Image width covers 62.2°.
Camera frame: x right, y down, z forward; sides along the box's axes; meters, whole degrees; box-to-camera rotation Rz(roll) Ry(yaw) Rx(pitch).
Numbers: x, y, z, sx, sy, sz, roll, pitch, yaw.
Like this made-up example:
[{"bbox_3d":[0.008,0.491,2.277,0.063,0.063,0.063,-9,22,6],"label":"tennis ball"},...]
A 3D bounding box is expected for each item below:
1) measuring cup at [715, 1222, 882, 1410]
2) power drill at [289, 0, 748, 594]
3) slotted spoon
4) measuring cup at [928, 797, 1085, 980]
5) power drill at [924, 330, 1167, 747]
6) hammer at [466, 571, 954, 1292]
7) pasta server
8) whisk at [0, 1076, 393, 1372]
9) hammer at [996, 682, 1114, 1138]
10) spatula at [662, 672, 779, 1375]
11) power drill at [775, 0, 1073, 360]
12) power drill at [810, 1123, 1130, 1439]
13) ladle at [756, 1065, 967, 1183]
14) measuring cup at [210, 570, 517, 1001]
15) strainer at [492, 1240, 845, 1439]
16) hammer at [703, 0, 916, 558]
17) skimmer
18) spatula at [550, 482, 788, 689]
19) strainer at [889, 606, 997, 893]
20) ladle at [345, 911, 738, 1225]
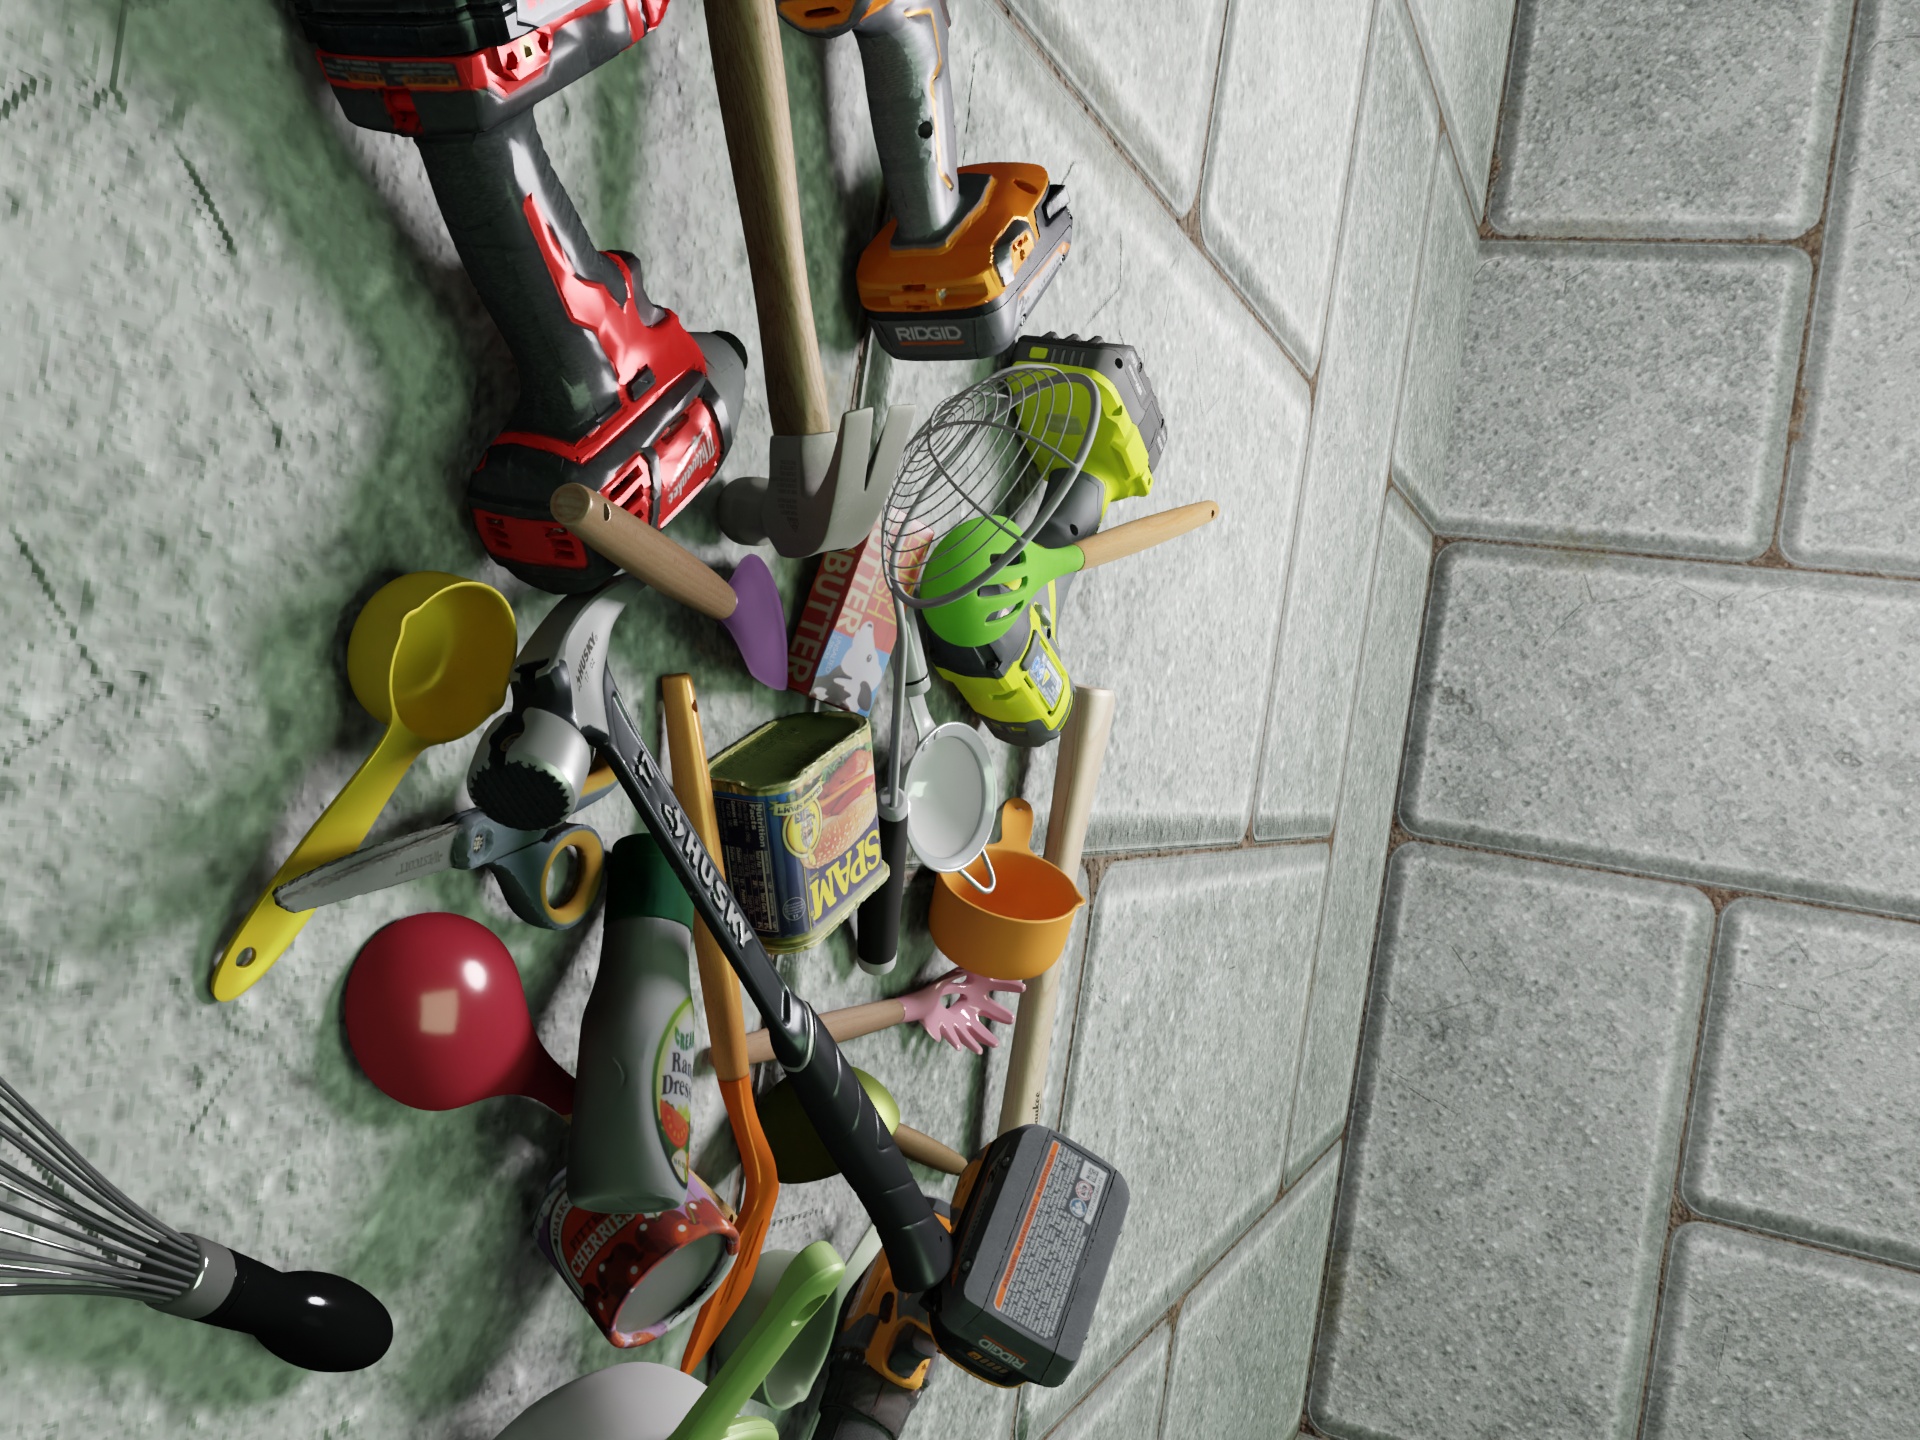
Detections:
[{"bbox_3d":[-0.079,0.301,0.867,0.167,0.038,0.083,-37,131,-60],"label":"measuring cup"},{"bbox_3d":[-0.131,-0.168,0.549,0.143,0.078,0.219,-56,149,-43],"label":"power drill"},{"bbox_3d":[0.079,-0.101,0.924,0.314,0.031,0.070,-24,122,-52],"label":"slotted spoon"},{"bbox_3d":[0.028,0.104,1.008,0.174,0.095,0.052,-76,180,-68],"label":"measuring cup"},{"bbox_3d":[0.047,-0.115,0.962,0.223,0.080,0.171,-70,154,-18],"label":"power drill"},{"bbox_3d":[-0.079,0.116,0.673,0.149,0.036,0.408,-85,158,-50],"label":"hammer"},{"bbox_3d":[-0.044,0.171,0.900,0.316,0.040,0.060,7,102,-65],"label":"pasta server"},{"bbox_3d":[-0.237,0.150,0.446,0.284,0.070,0.070,67,38,-56],"label":"whisk"},{"bbox_3d":[0.052,0.180,1.078,0.146,0.038,0.410,-7,106,-72],"label":"hammer"},{"bbox_3d":[-0.115,0.138,0.721,0.081,0.041,0.322,-40,125,-71],"label":"spatula"},{"bbox_3d":[-0.013,-0.307,0.758,0.164,0.084,0.226,-62,146,-38],"label":"power drill"},{"bbox_3d":[-0.011,0.332,0.869,0.226,0.084,0.185,-49,-169,50],"label":"power drill"},{"bbox_3d":[-0.039,0.251,0.919,0.319,0.078,0.062,56,21,-64],"label":"ladle"},{"bbox_3d":[-0.203,0.018,0.521,0.156,0.029,0.062,-60,153,-17],"label":"measuring cup"},{"bbox_3d":[-0.126,0.269,0.621,0.151,0.069,0.256,0,131,-51],"label":"strainer"},{"bbox_3d":[-0.078,-0.228,0.627,0.031,0.130,0.331,-16,107,-31],"label":"hammer"},{"bbox_3d":[-0.001,-0.003,0.788,0.127,0.090,0.363,-94,-172,-51],"label":"skimmer"},{"bbox_3d":[-0.100,-0.052,0.616,0.316,0.018,0.060,38,48,-84],"label":"spatula"},{"bbox_3d":[-0.026,-0.015,0.876,0.087,0.050,0.258,-42,130,-43],"label":"strainer"},{"bbox_3d":[-0.155,0.168,0.668,0.315,0.031,0.069,65,39,-54],"label":"ladle"}]
